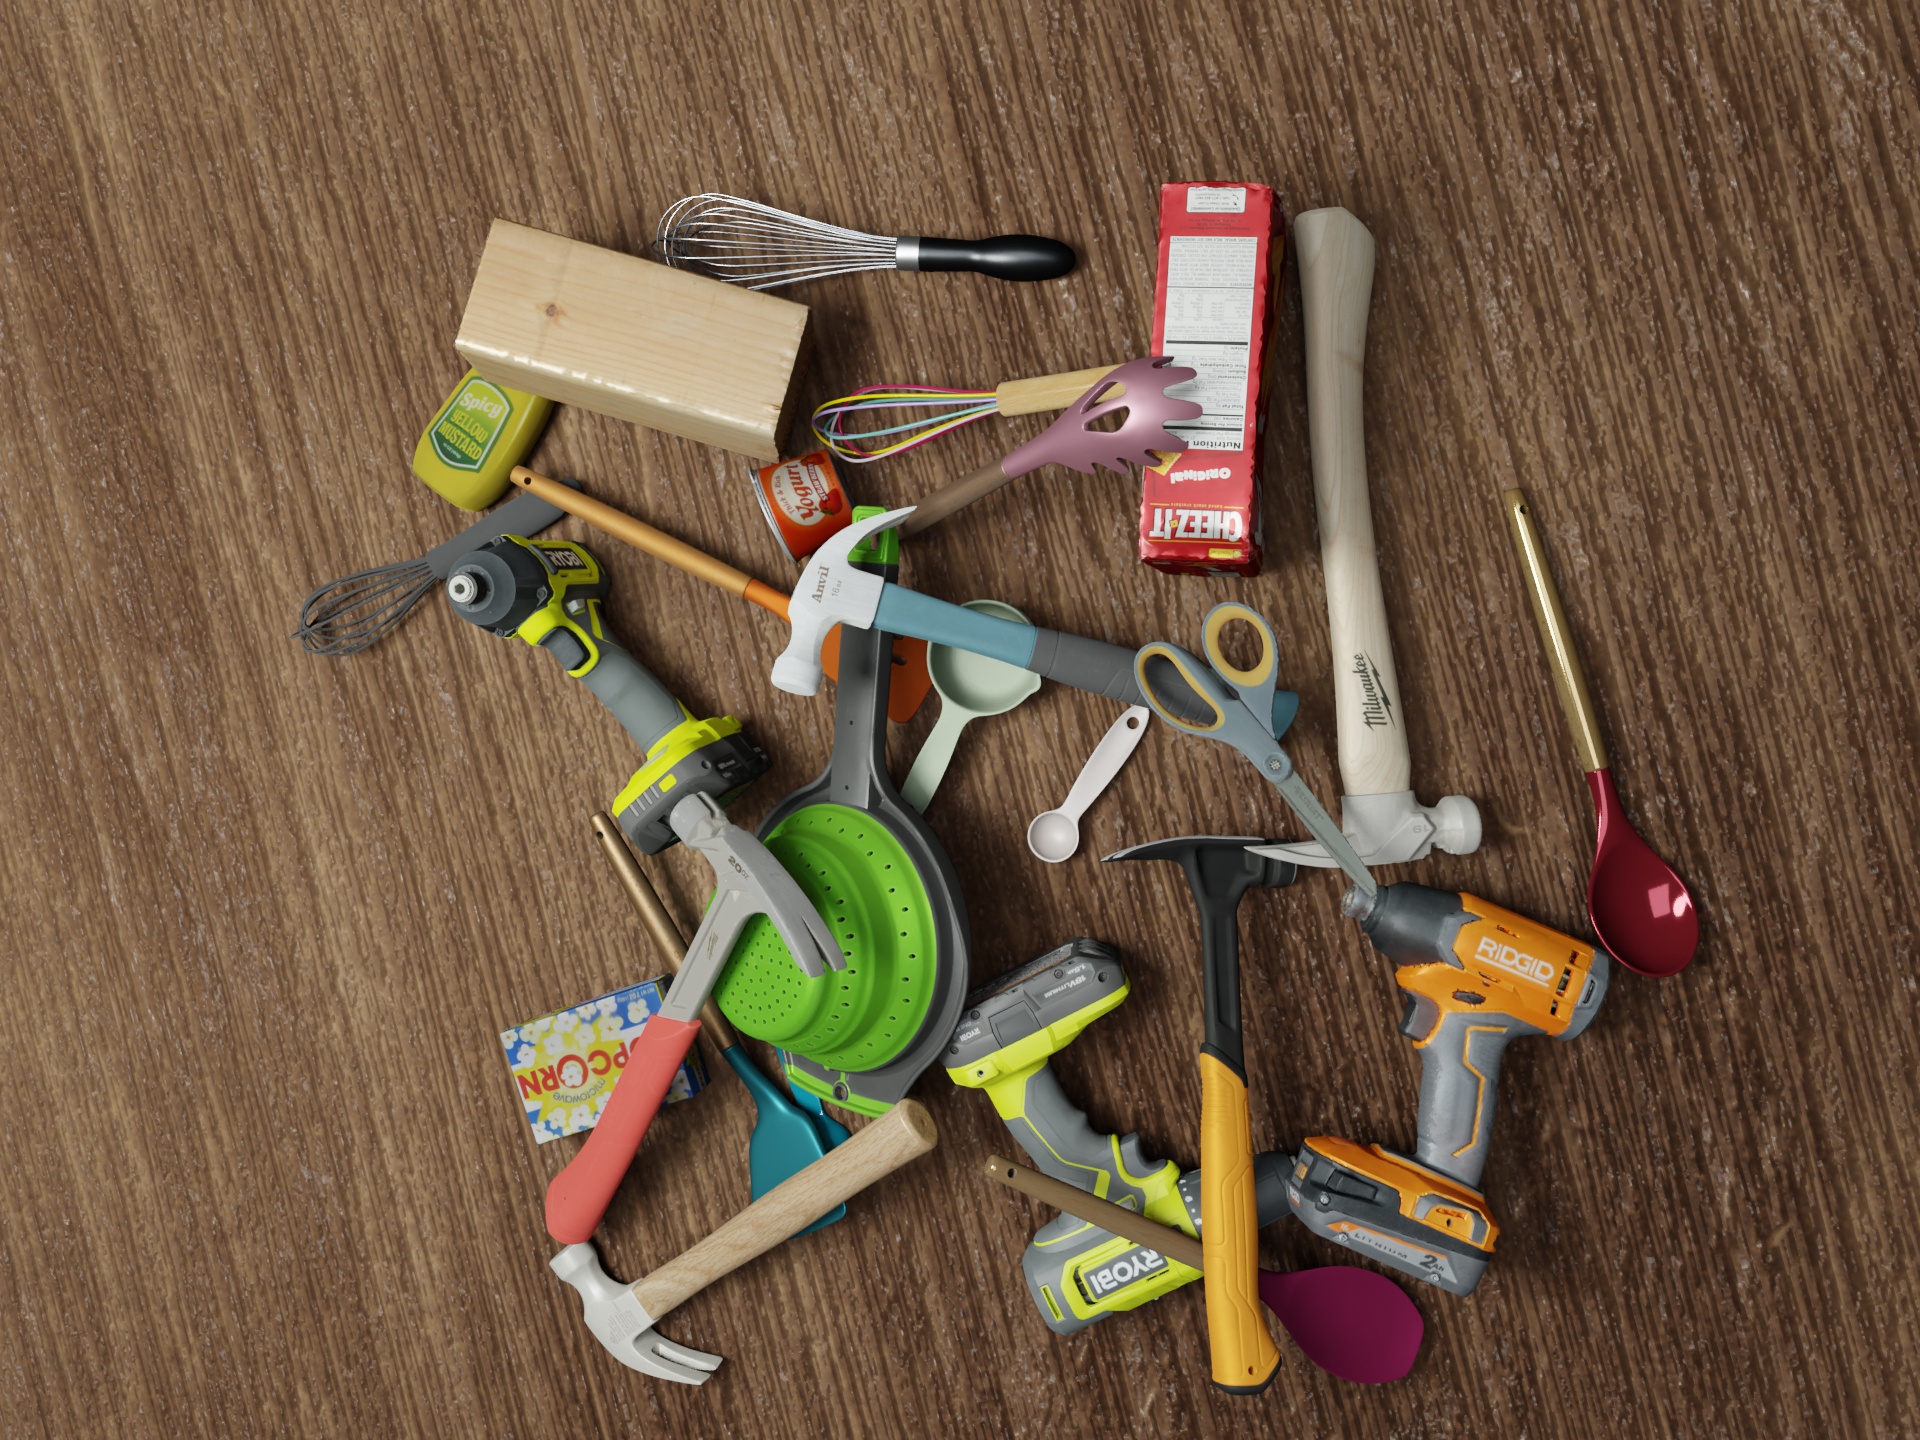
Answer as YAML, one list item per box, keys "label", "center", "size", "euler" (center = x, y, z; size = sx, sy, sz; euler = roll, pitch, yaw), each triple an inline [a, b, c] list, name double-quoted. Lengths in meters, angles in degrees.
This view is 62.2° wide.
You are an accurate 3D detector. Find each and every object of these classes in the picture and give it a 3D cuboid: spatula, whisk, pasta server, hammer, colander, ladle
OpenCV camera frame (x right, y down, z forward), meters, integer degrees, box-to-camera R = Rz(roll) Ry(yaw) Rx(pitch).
- label: "spatula"
  center: [-0.163, -0.100, 1.084]
  size: [0.322, 0.041, 0.081]
  euler: [26, 99, 7]
- label: "whisk"
  center: [0.010, -0.201, 1.021]
  size: [0.245, 0.051, 0.047]
  euler: [-3, 116, 29]
- label: "pasta server"
  center: [0.021, -0.145, 0.968]
  size: [0.316, 0.040, 0.060]
  euler: [-19, 75, 51]
- label: "hammer"
  center: [0.158, 0.240, 0.987]
  size: [0.127, 0.034, 0.337]
  euler: [2, 79, -18]
- label: "hammer"
  center: [-0.138, 0.346, 1.070]
  size: [0.331, 0.031, 0.130]
  euler: [-38, 87, 26]
- label: "whisk"
  center: [-0.371, -0.111, 1.126]
  size: [0.239, 0.055, 0.055]
  euler: [-27, 88, 7]
- label: "spatula"
  center: [-0.175, 0.204, 1.084]
  size: [0.082, 0.044, 0.317]
  euler: [-27, 94, 28]
- label: "colander"
  center: [-0.092, 0.062, 1.009]
  size: [0.205, 0.094, 0.397]
  euler: [10, 98, 40]
- label: "hammer"
  center: [0.056, -0.040, 0.995]
  size: [0.331, 0.033, 0.128]
  euler: [15, 79, -12]
- label: "hammer"
  center: [-0.190, 0.224, 1.021]
  size: [0.149, 0.036, 0.359]
  euler: [47, 123, 29]
- label: "hammer"
  center: [0.235, -0.114, 0.999]
  size: [0.146, 0.038, 0.410]
  euler: [-5, 89, -9]
- label: "whisk"
  center: [-0.066, -0.312, 1.056]
  size: [0.284, 0.070, 0.070]
  euler: [4, 94, 5]
- label: "ladle"
  center: [0.390, 0.006, 0.995]
  size: [0.069, 0.031, 0.315]
  euler: [-15, 87, -11]

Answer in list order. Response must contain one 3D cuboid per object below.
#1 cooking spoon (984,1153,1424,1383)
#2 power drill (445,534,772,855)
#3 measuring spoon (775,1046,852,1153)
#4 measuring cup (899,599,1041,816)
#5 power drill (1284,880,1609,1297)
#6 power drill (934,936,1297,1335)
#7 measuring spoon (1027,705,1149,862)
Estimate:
- label: "cooking spoon"
  center: [0.156, 0.338, 0.997]
  size: [0.318, 0.017, 0.069]
  euler: [27, 78, -12]
- label: "power drill"
  center: [-0.236, -0.025, 1.042]
  size: [0.080, 0.171, 0.223]
  euler: [-41, 88, 11]
- label: "measuring spoon"
  center: [-0.110, 0.259, 1.105]
  size: [0.042, 0.021, 0.128]
  euler: [-20, 89, 11]
- label: "measuring cup"
  center: [-0.002, -0.003, 1.065]
  size: [0.083, 0.038, 0.167]
  euler: [27, 102, 5]
- label: "power drill"
  center: [0.283, 0.215, 0.981]
  size: [0.164, 0.084, 0.226]
  euler: [23, 85, 1]
- label: "power drill"
  center: [0.100, 0.263, 1.039]
  size: [0.190, 0.080, 0.228]
  euler: [-27, 90, 5]
- label: "measuring spoon"
  center: [0.088, 0.041, 1.064]
  size: [0.034, 0.018, 0.124]
  euler: [35, 92, 7]
